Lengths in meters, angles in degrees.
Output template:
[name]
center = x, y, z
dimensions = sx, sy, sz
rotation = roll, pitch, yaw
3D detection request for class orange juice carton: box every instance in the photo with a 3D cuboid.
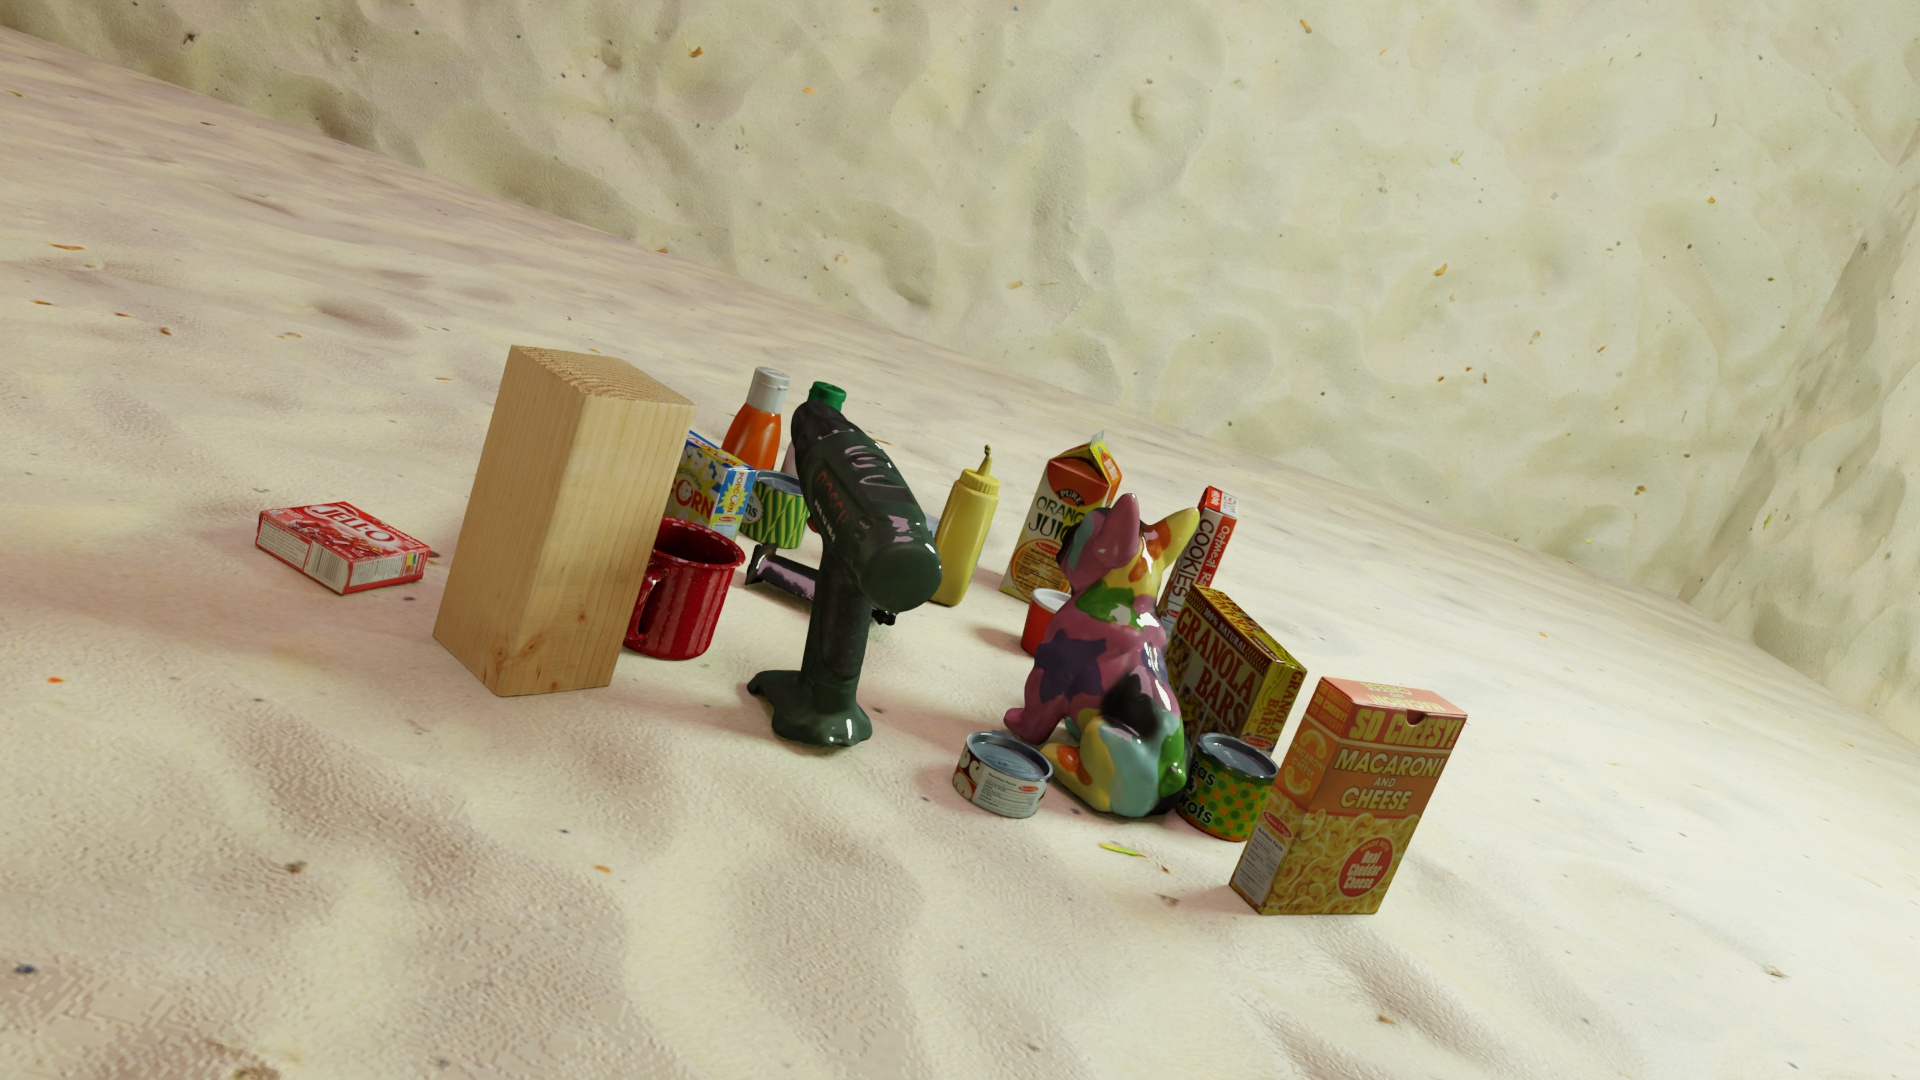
[orange juice carton]
center = 0.112, -0.026, 1.456
dimensions = 0.073, 0.192, 0.072
rotation = 23, 15, 12

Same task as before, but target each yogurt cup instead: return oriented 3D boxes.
[yogurt cup]
center = 0.091, 0.083, 1.310
dimensions = 0.072, 0.053, 0.072
rotation = 19, 15, -5

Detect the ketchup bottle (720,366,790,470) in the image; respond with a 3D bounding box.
[ketchup bottle]
center = -0.208, -0.098, 1.387
dimensions = 0.043, 0.148, 0.065
rotation = 29, 17, 32

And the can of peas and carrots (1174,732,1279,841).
[can of peas and carrots]
center = 0.202, 0.189, 1.068
dimensions = 0.071, 0.058, 0.071
rotation = 19, 15, -5

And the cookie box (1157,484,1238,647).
[cookie box]
center = 0.243, 0.033, 1.461
dimensions = 0.040, 0.167, 0.123
rotation = 21, 15, 6

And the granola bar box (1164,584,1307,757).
[granola bar box]
center = 0.222, 0.126, 1.190
dimensions = 0.039, 0.124, 0.166
rotation = 15, 16, -19

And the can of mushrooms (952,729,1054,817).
[can of mushrooms]
center = 0.030, 0.164, 0.984
dimensions = 0.071, 0.033, 0.071
rotation = 19, 15, -5

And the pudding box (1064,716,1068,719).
[pudding box]
center = 0.125, 0.131, 1.192
dimensions = 0.084, 0.049, 0.030
rotation = 8, 19, -39

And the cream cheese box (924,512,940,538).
[cream cheese box]
center = -0.050, 0.007, 1.402
dimensions = 0.024, 0.053, 0.104
rotation = 23, 15, 11

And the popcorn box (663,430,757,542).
[popcorn box]
center = -0.253, -0.052, 1.287
dimensions = 0.127, 0.085, 0.038
rotation = 30, 18, 34

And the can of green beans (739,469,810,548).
[can of green beans]
center = -0.179, -0.031, 1.360
dimensions = 0.071, 0.057, 0.071
rotation = 19, 15, -5

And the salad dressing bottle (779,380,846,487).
[salad dressing bottle]
center = -0.156, -0.088, 1.420
dimensions = 0.044, 0.147, 0.064
rotation = 19, 14, -4

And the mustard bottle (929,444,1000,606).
[mustard bottle]
center = 0.005, -0.017, 1.348
dimensions = 0.049, 0.159, 0.065
rotation = 18, 14, -6

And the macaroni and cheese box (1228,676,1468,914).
[macaroni and cheese box]
center = 0.274, 0.182, 0.975
dimensions = 0.124, 0.166, 0.040
rotation = 10, 17, -34
